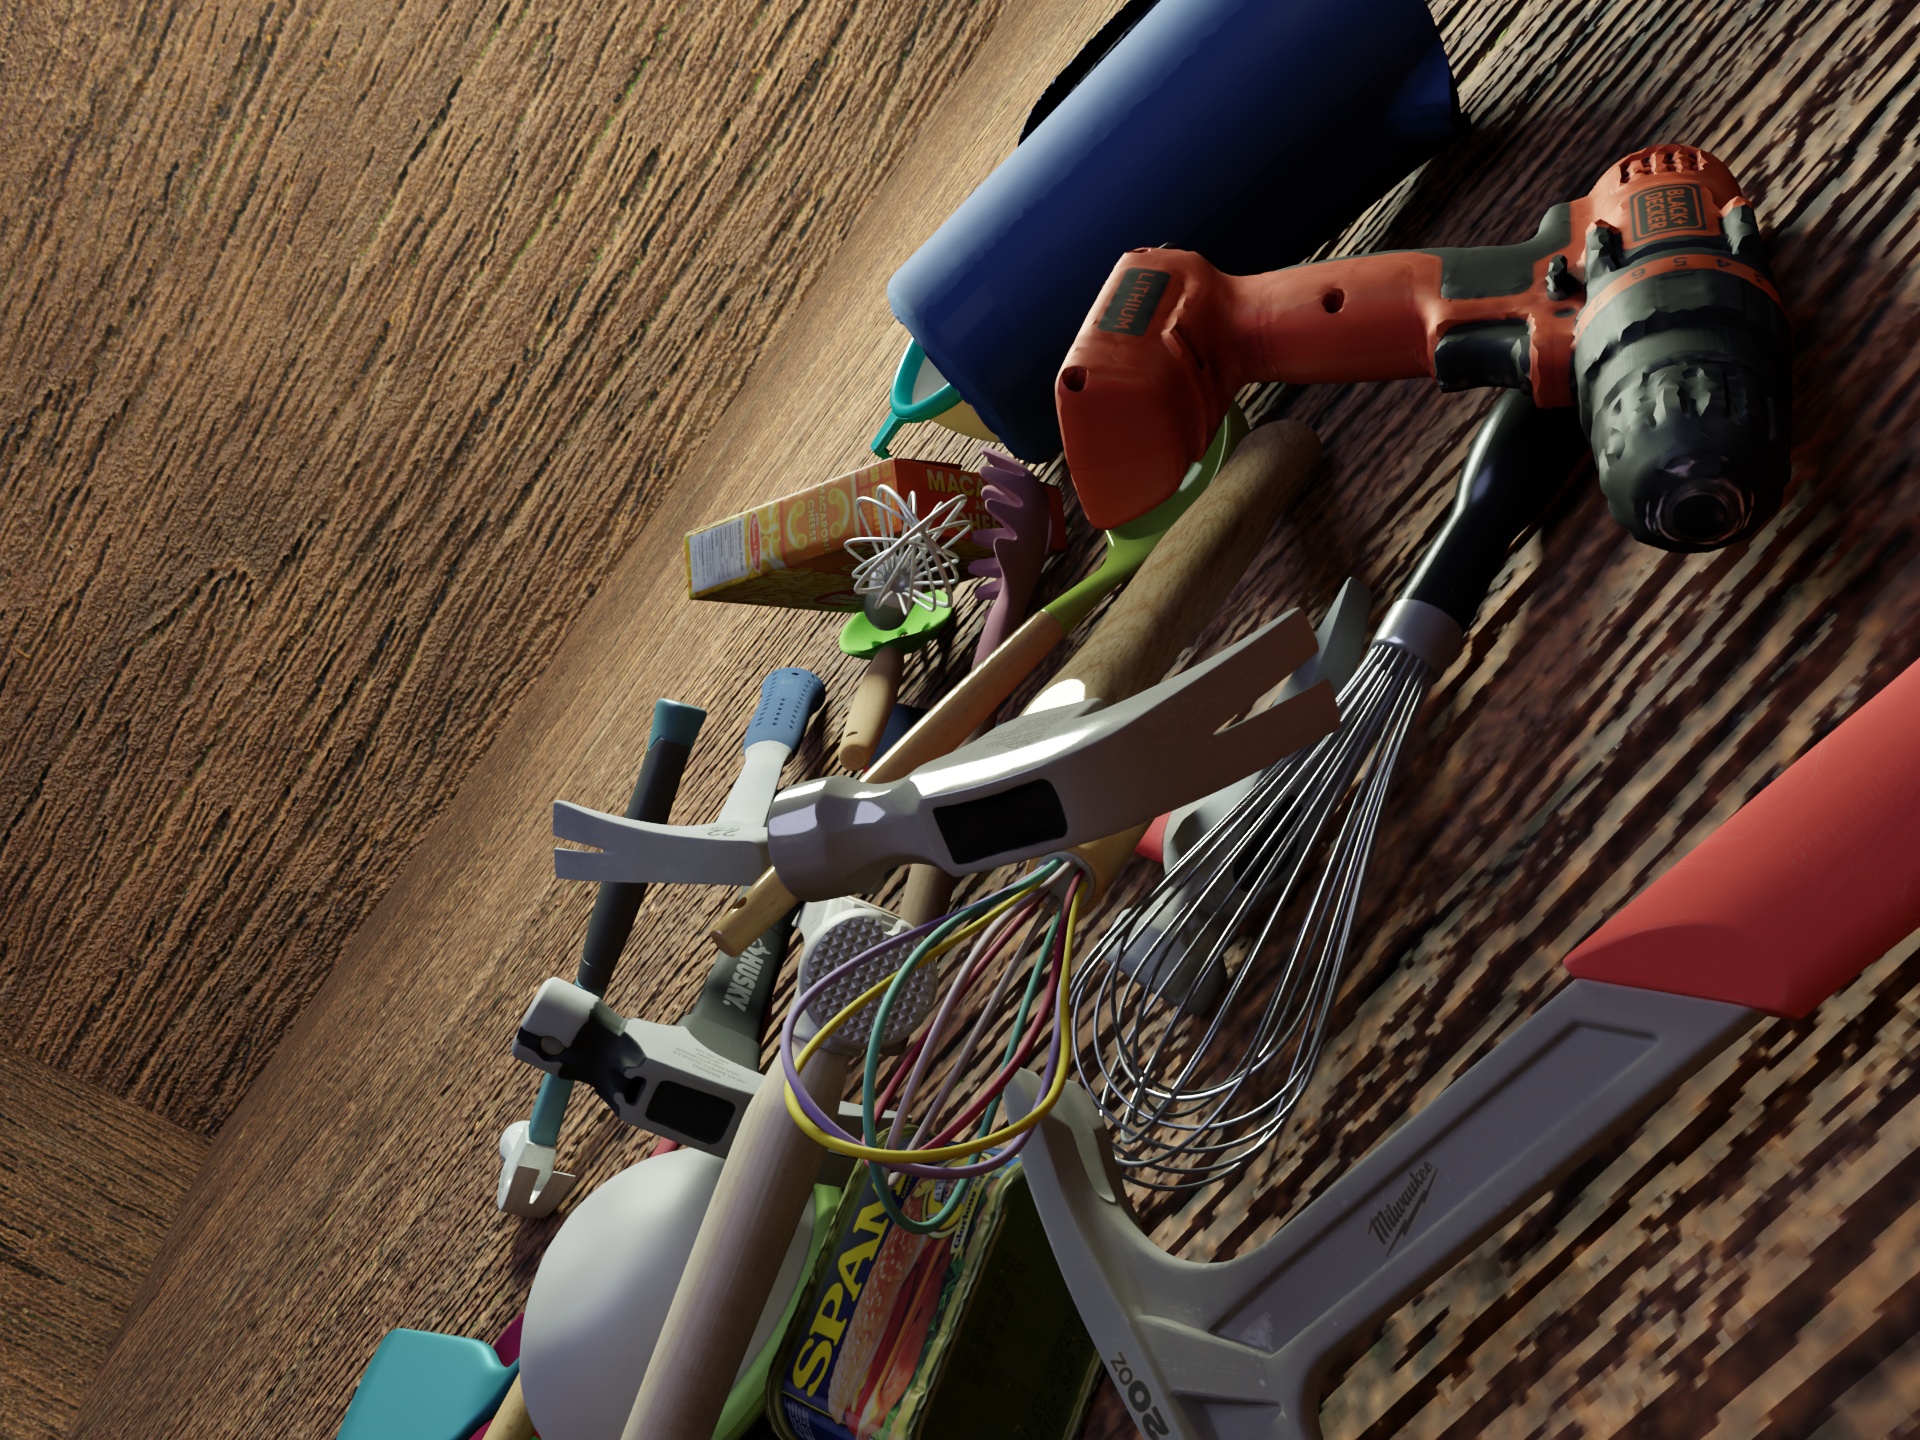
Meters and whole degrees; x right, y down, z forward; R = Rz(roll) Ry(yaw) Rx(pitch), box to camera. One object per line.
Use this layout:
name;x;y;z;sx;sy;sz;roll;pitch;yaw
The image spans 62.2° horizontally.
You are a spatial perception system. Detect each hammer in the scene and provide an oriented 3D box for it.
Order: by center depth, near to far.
hammer;0.156;0.019;0.297;0.359;0.036;0.149;-47;45;17
hammer;-0.101;0.248;0.480;0.146;0.038;0.411;156;135;-80
hammer;0.070;-0.042;0.496;0.130;0.031;0.331;-14;18;28
hammer;0.037;0.008;0.658;0.143;0.038;0.386;-58;19;-6
hammer;-0.086;0.099;0.728;0.035;0.146;0.335;-63;5;14
hammer;-0.110;0.020;0.858;0.406;0.144;0.035;-100;12;-79
hammer;-0.216;0.143;0.951;0.128;0.033;0.331;-143;71;-71

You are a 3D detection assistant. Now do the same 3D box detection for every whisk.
whisk;0.023;0.049;0.393;0.047;0.051;0.245;-24;6;23
whisk;0.116;0.004;0.453;0.285;0.070;0.070;-56;18;-16
whisk;-0.028;-0.066;0.734;0.059;0.058;0.246;-40;1;-6

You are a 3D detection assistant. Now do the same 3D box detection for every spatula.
spatula;-0.188;0.281;0.730;0.317;0.044;0.082;-37;25;33

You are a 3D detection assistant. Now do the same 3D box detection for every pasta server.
pasta server;-0.001;-0.002;0.650;0.060;0.040;0.316;97;-174;-47

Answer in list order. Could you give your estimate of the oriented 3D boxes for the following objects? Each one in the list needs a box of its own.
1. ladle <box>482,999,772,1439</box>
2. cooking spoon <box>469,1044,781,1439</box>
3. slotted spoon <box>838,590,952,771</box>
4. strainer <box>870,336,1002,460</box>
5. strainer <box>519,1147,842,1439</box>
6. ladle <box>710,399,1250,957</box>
ladle;-0.156;0.236;0.688;0.069;0.031;0.316;-38;21;57
cooking spoon;-0.159;0.257;0.767;0.319;0.017;0.069;-51;33;15
slotted spoon;-0.040;-0.024;0.816;0.070;0.031;0.314;-19;13;7
strainer;0.082;-0.279;0.927;0.211;0.095;0.341;-26;33;51
strainer;-0.153;0.250;0.587;0.256;0.069;0.151;-47;19;-16
ladle;0.012;-0.031;0.615;0.320;0.062;0.078;-44;23;-29
